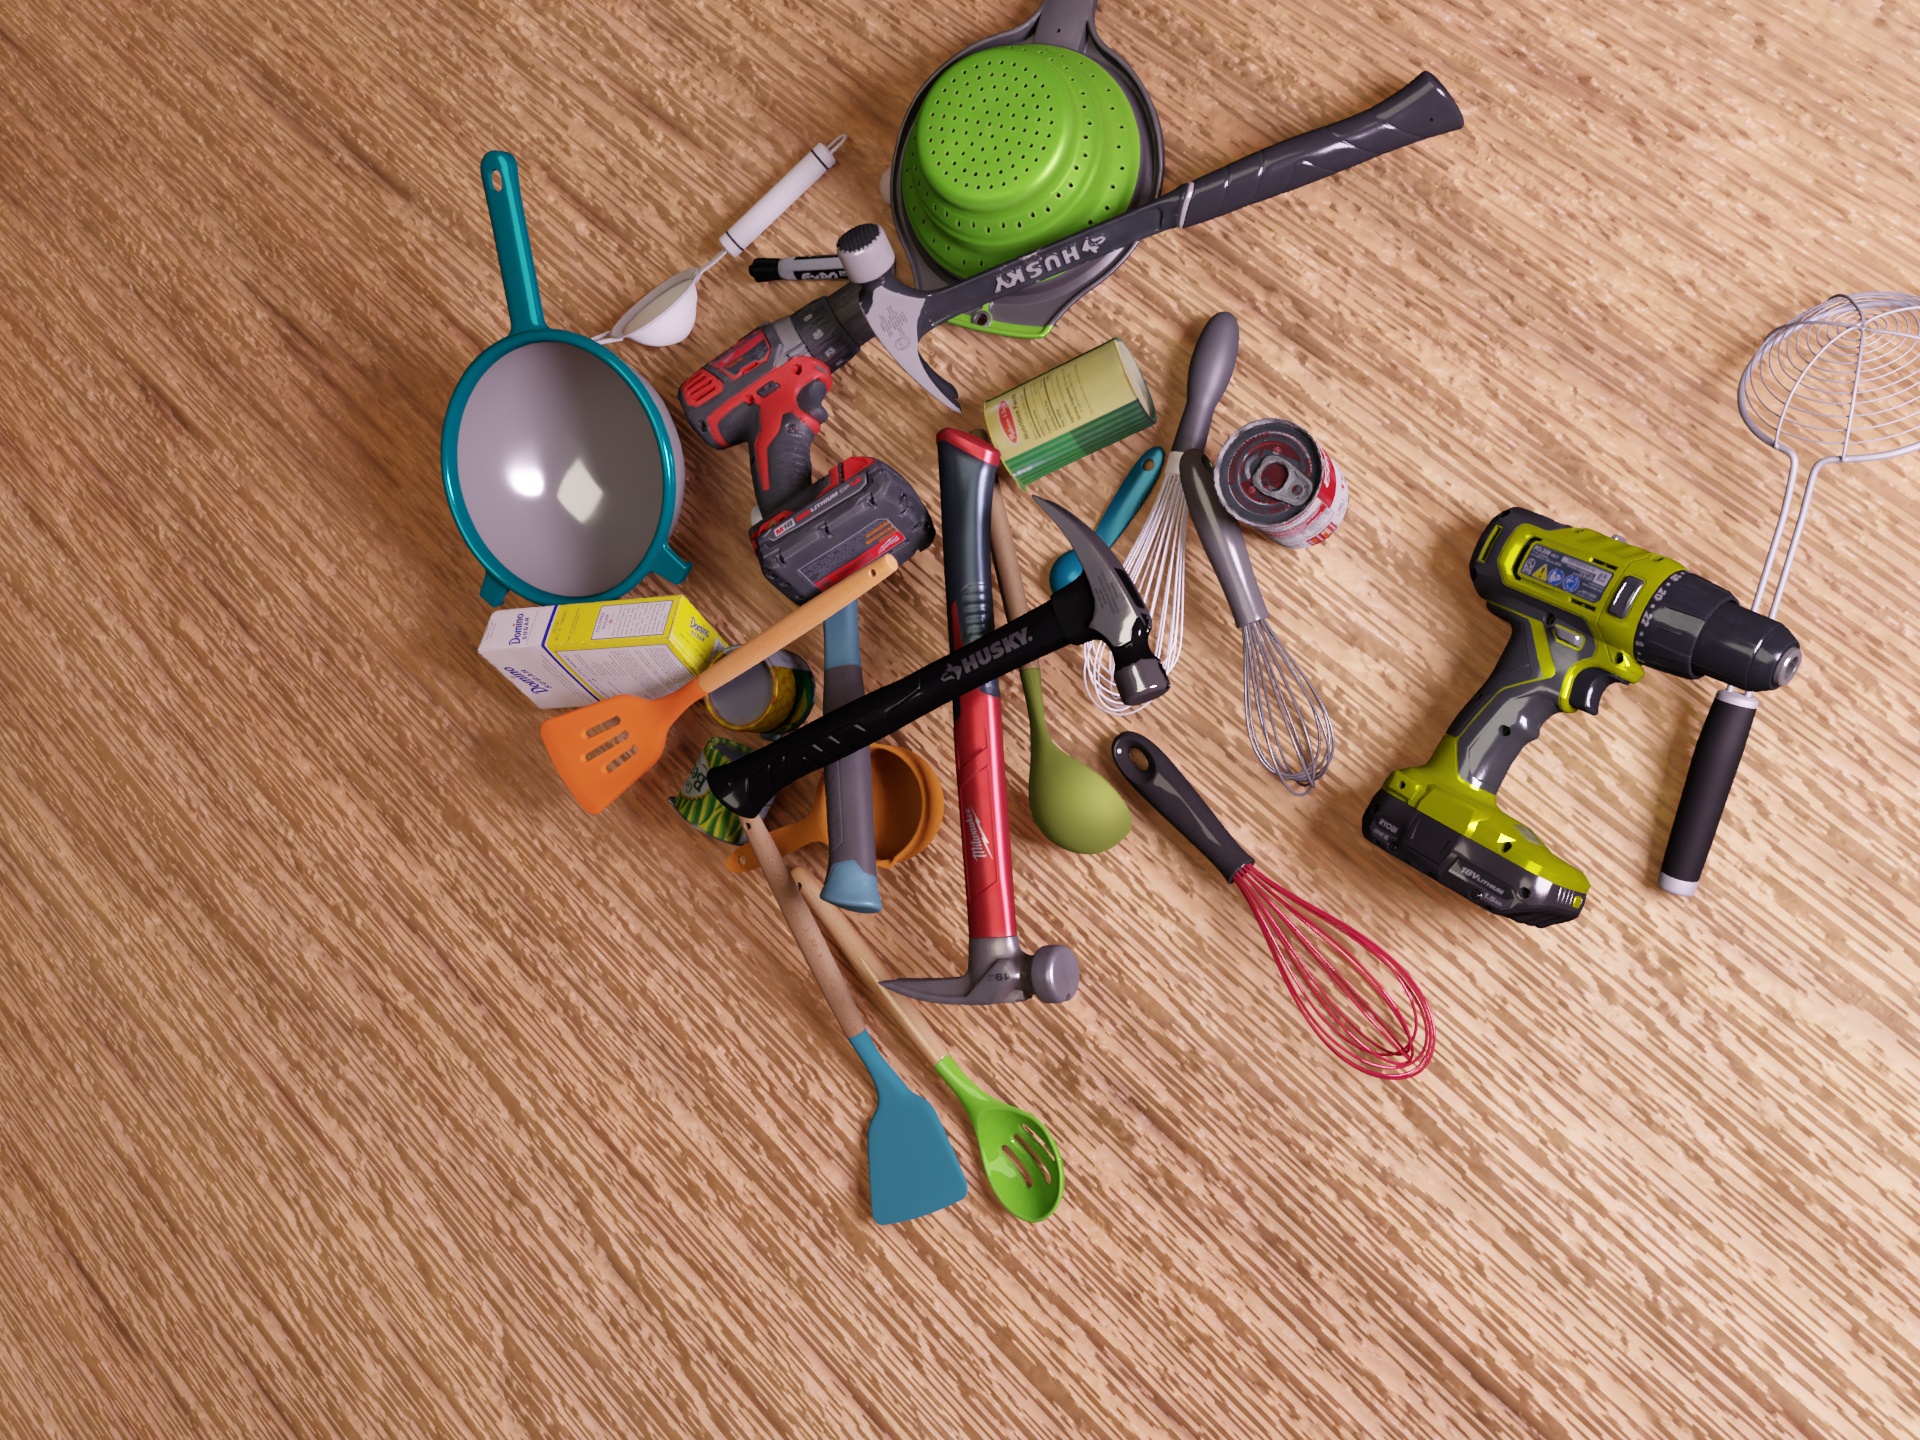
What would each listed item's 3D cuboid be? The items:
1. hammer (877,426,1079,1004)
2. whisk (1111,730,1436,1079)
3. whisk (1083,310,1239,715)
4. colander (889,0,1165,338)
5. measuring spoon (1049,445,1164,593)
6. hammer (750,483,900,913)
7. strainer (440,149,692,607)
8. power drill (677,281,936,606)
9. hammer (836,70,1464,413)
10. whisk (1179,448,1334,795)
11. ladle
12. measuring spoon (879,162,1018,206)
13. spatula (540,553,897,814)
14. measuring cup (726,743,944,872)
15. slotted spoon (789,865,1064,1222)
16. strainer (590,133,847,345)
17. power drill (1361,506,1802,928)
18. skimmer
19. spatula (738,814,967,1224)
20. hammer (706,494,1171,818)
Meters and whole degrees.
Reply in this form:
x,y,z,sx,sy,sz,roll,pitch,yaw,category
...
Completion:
x,y,z,sx,sy,sz,roll,pitch,yaw,category
-0.002,-0.003,1.077,0.143,0.038,0.386,-7,84,34,hammer
0.197,0.114,1.041,0.073,0.073,0.296,-47,65,14,whisk
0.143,-0.140,1.078,0.070,0.070,0.284,16,90,23,whisk
0.056,-0.473,1.100,0.204,0.094,0.397,17,92,18,colander
0.102,-0.137,1.109,0.042,0.021,0.128,36,102,20,measuring spoon
-0.084,-0.023,1.134,0.128,0.033,0.331,-13,67,19,hammer
-0.300,-0.259,1.224,0.211,0.095,0.340,-5,101,24,strainer
-0.095,-0.212,1.149,0.188,0.080,0.227,-31,58,10,power drill
0.131,-0.330,1.059,0.409,0.149,0.036,-19,44,10,hammer
0.188,-0.065,1.038,0.055,0.055,0.239,-21,87,21,whisk
0.055,-0.060,1.117,0.062,0.078,0.320,-6,73,-20,ladle
-0.006,-0.394,1.170,0.124,0.018,0.034,10,91,23,measuring spoon
-0.172,-0.035,1.139,0.322,0.041,0.081,-30,90,29,spatula
-0.091,0.077,1.167,0.173,0.052,0.095,-24,78,22,measuring cup
-0.028,0.224,1.145,0.314,0.031,0.070,49,121,20,slotted spoon
-0.182,-0.362,1.233,0.258,0.050,0.087,-40,30,11,strainer
0.359,0.004,0.942,0.191,0.080,0.228,34,102,41,power drill
0.487,-0.071,0.935,0.127,0.090,0.363,24,109,43,skimmer
-0.089,0.205,1.142,0.082,0.044,0.317,-25,93,24,spatula
-0.033,-0.021,1.047,0.335,0.035,0.146,-26,76,24,hammer
